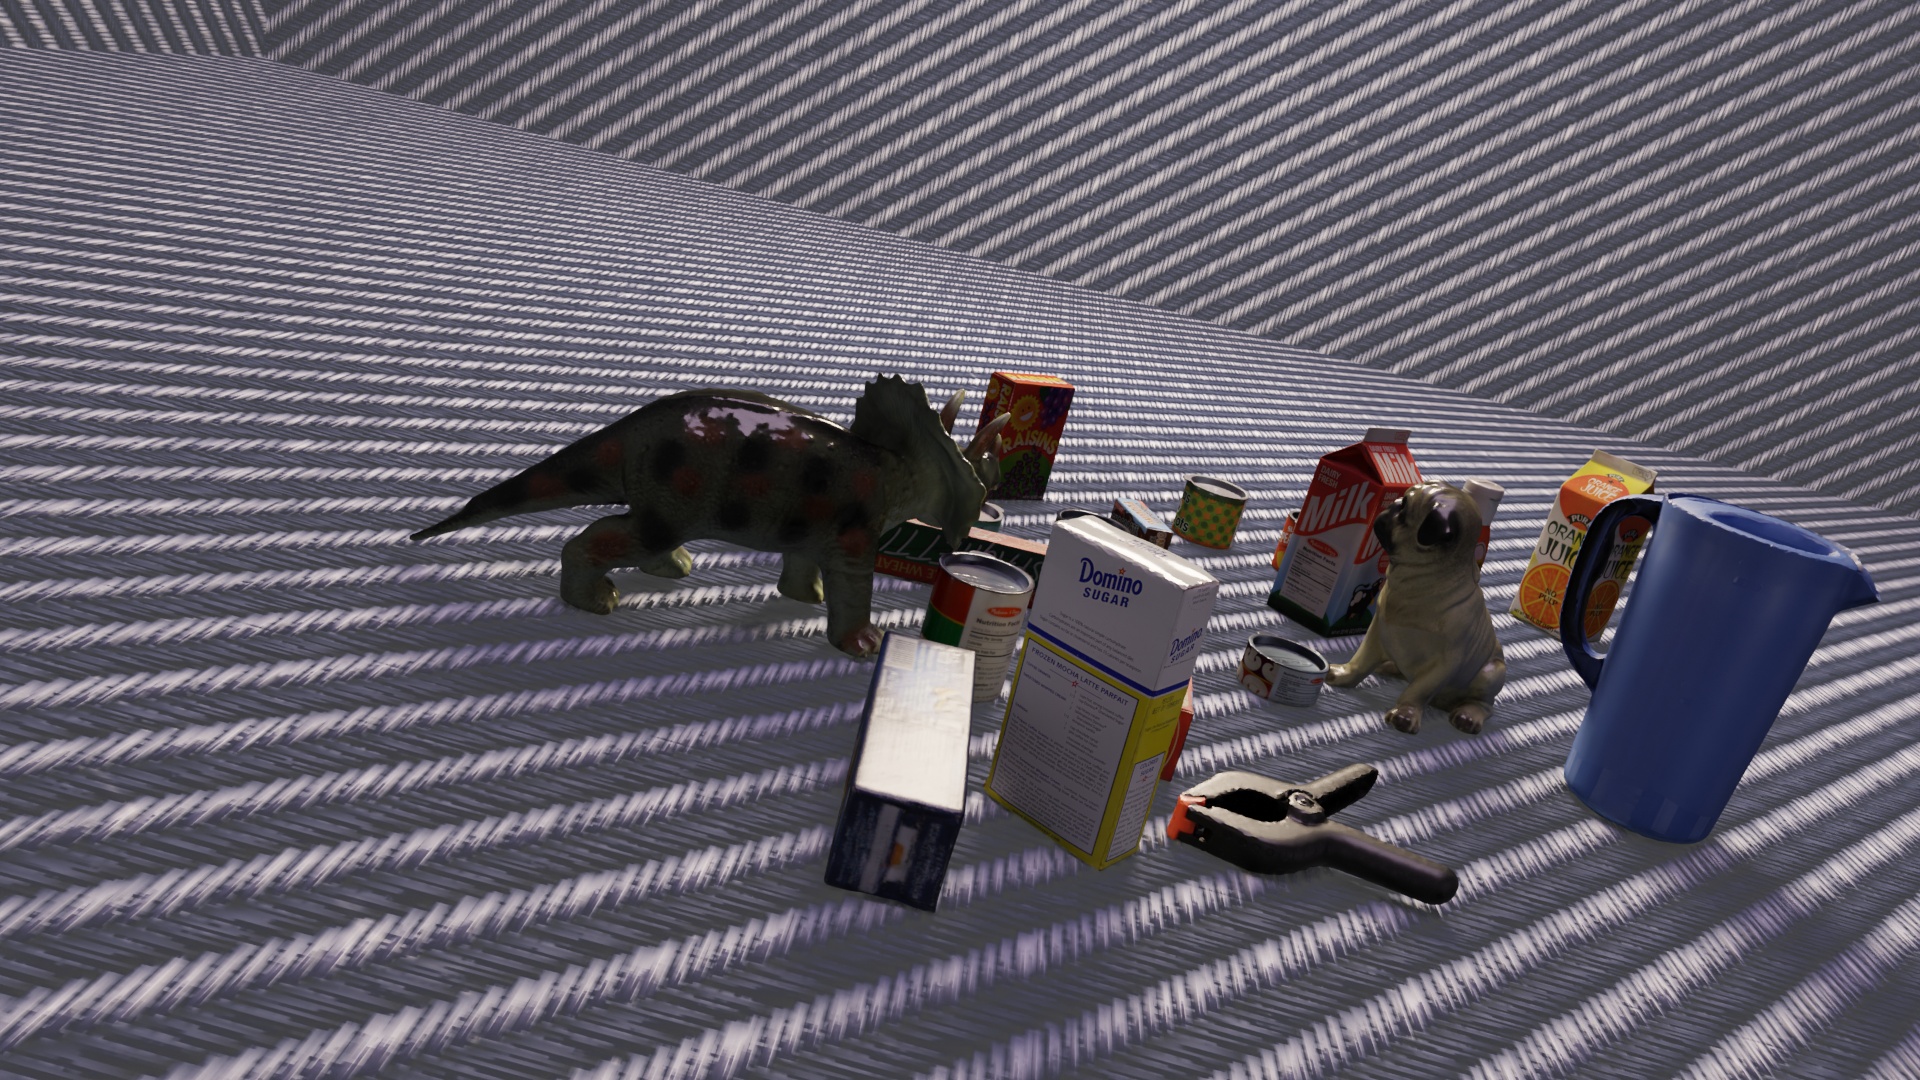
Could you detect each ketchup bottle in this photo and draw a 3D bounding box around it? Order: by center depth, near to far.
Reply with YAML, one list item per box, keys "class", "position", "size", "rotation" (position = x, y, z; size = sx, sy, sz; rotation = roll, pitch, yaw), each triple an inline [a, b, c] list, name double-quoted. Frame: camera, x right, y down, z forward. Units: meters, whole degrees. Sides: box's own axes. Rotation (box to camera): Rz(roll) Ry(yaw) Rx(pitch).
- class: "ketchup bottle"
  position: [0.486, 0.012, 1.358]
  size: [0.065, 0.148, 0.043]
  rotation: [3, 22, -33]

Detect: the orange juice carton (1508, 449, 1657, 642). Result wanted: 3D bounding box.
- class: "orange juice carton"
  position: [0.653, 0.006, 1.442]
  size: [0.073, 0.192, 0.072]
  rotation: [1, 23, -37]

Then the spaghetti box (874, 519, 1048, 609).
- class: "spaghetti box"
  position: [-0.044, 0.004, 1.109]
  size: [0.250, 0.050, 0.029]
  rotation: [13, 18, -7]

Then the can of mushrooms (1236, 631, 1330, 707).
- class: "can of mushrooms"
  position: [0.253, 0.101, 1.095]
  size: [0.071, 0.033, 0.071]
  rotation: [14, 18, -5]

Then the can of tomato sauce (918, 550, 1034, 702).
- class: "can of tomato sauce"
  position: [0.007, 0.057, 0.944]
  size: [0.071, 0.082, 0.071]
  rotation: [14, 18, -5]

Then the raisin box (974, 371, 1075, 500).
- class: "raisin box"
  position: [0.058, -0.104, 1.385]
  size: [0.086, 0.123, 0.040]
  rotation: [0, 24, -40]

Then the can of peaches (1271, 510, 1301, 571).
- class: "can of peaches"
  position: [0.353, 0.008, 1.404]
  size: [0.071, 0.058, 0.071]
  rotation: [14, 18, -5]

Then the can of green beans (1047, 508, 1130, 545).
- class: "can of green beans"
  position: [0.107, 0.011, 1.197]
  size: [0.071, 0.057, 0.071]
  rotation: [14, 18, -5]

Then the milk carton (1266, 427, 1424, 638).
- class: "milk carton"
  position: [0.356, -0.013, 1.259]
  size: [0.072, 0.189, 0.073]
  rotation: [-1, 25, -42]

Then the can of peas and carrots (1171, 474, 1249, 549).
- class: "can of peas and carrots"
  position: [0.256, -0.030, 1.435]
  size: [0.071, 0.058, 0.071]
  rotation: [14, 18, -5]

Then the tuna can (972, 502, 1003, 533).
- class: "tuna can"
  position: [0.004, -0.015, 1.231]
  size: [0.071, 0.032, 0.071]
  rotation: [14, 18, -5]

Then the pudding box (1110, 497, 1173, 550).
- class: "pudding box"
  position: [0.166, -0.003, 1.299]
  size: [0.030, 0.049, 0.084]
  rotation: [10, 19, -18]

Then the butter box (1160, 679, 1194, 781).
- class: "butter box"
  position: [0.137, 0.114, 0.933]
  size: [0.024, 0.053, 0.104]
  rotation: [16, 18, 2]
